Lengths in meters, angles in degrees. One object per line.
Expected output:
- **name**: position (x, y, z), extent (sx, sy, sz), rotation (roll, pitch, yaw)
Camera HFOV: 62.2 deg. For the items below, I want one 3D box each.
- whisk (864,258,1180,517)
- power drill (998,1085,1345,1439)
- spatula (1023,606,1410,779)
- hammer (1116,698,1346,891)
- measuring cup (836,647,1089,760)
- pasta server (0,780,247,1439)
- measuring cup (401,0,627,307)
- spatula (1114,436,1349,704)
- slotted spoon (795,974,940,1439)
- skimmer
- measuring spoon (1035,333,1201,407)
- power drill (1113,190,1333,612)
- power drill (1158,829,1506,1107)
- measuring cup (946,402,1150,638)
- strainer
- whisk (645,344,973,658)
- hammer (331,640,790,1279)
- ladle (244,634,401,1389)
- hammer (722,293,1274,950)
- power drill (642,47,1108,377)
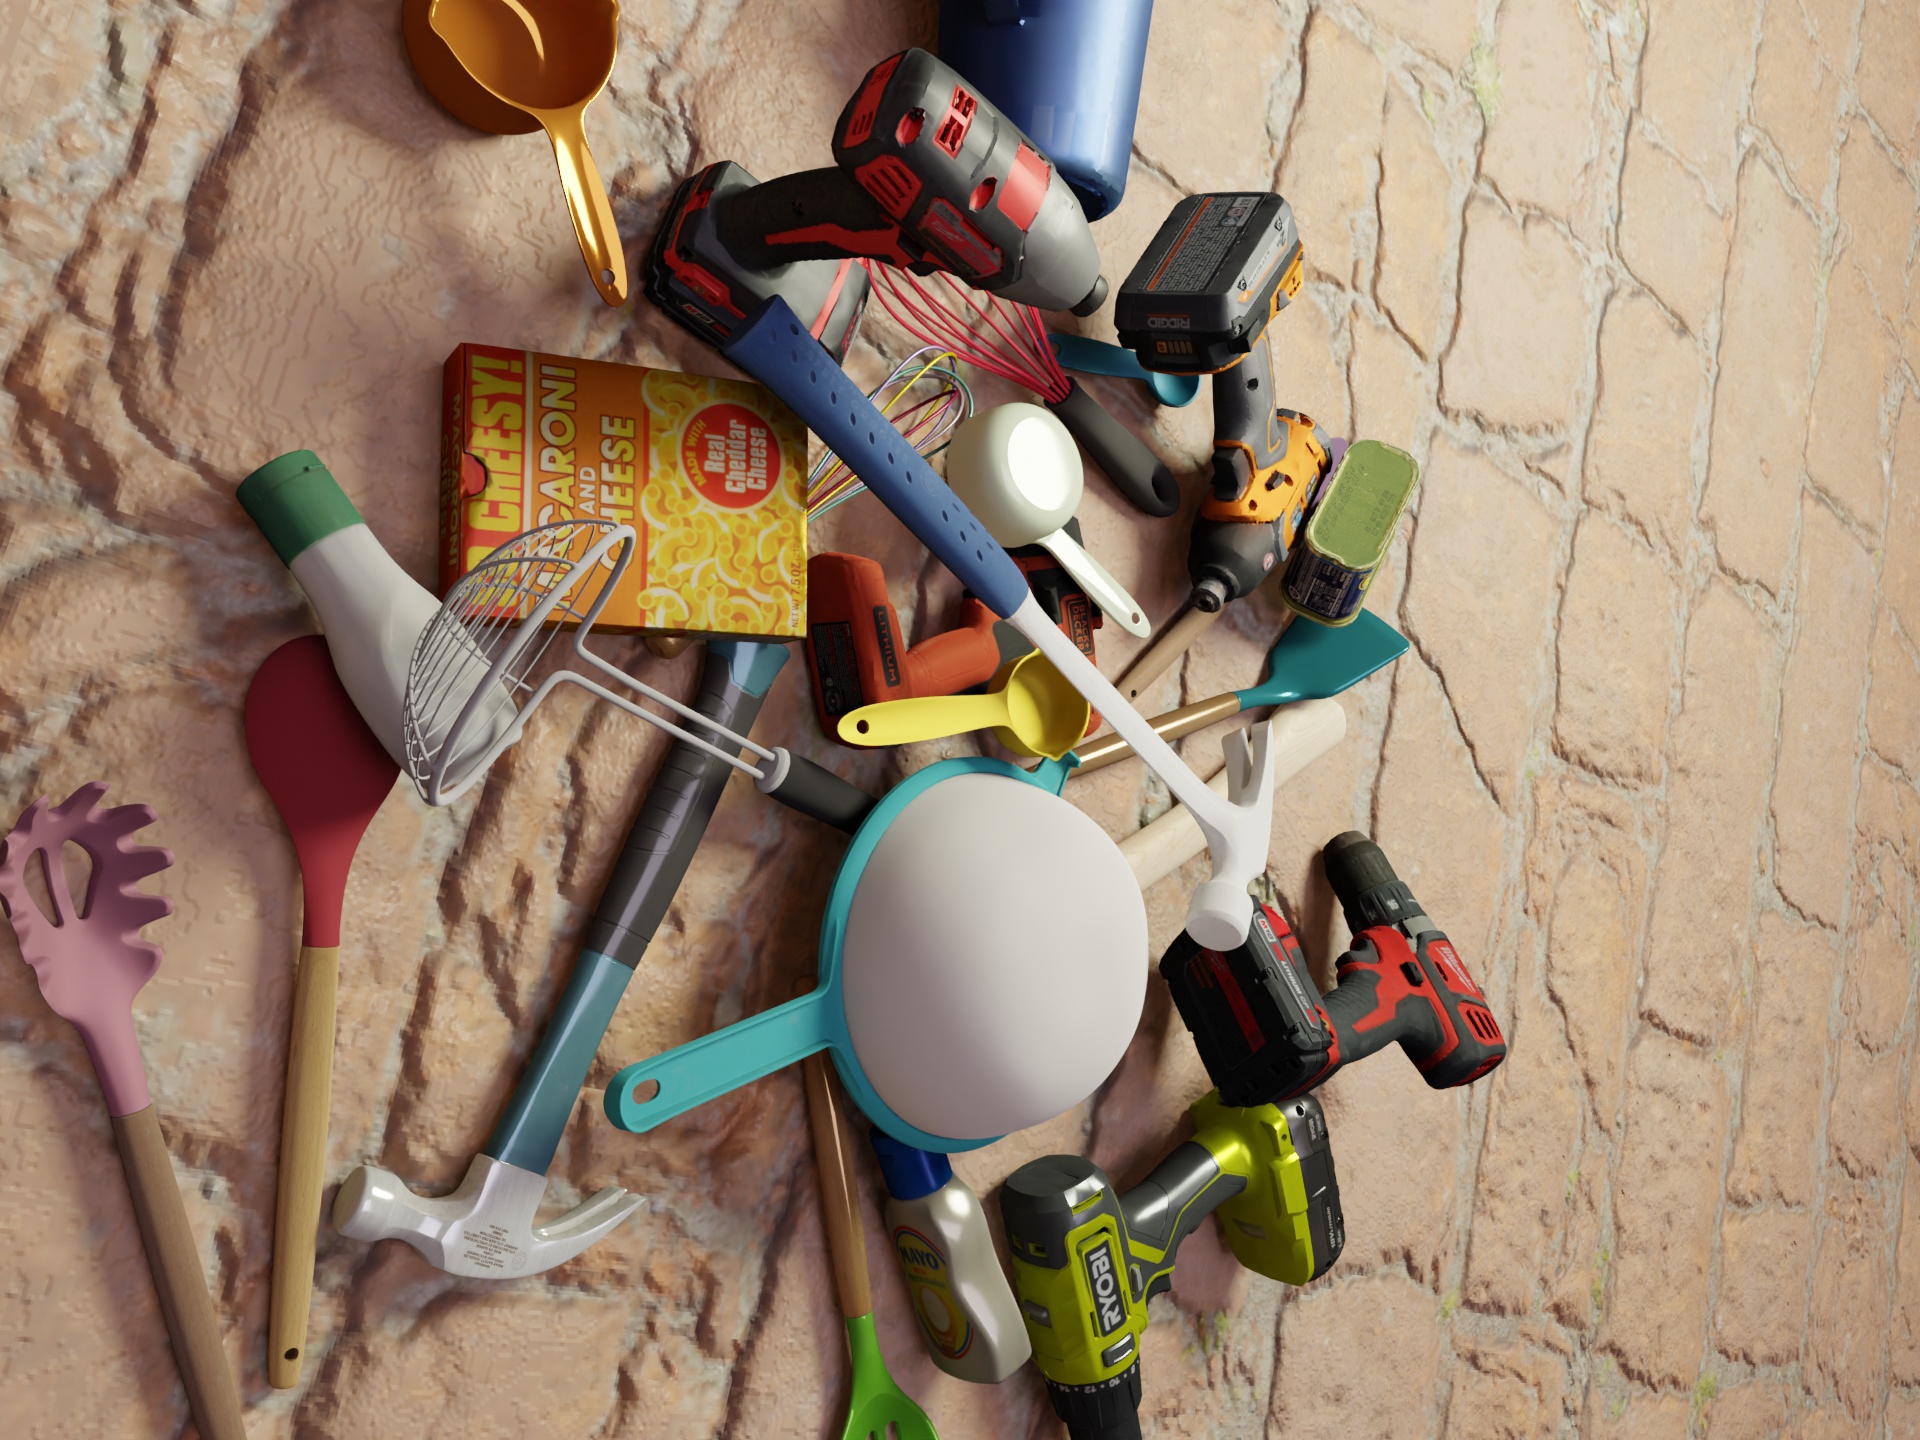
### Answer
- **whisk**: position (0.047, -0.204, 0.931), extent (0.295, 0.073, 0.073), rotation (37, 66, -40)
- **power drill**: position (0.132, 0.332, 0.976), extent (0.228, 0.080, 0.190), rotation (-19, 101, -36)
- **spatula**: position (0.158, -0.014, 1.024), extent (0.317, 0.082, 0.044), rotation (-20, 136, -35)
- **hammer**: position (0.121, 0.092, 0.997), extent (0.410, 0.038, 0.146), rotation (-30, 109, -37)
- **measuring cup**: position (-0.001, -0.003, 0.832), extent (0.156, 0.029, 0.062), rotation (-7, 88, -33)
- **pasta server**: position (-0.315, 0.179, 0.624), extent (0.060, 0.040, 0.316), rotation (-21, 104, -50)
- **measuring cup**: position (-0.195, -0.271, 0.728), extent (0.095, 0.052, 0.173), rotation (-27, 108, -37)
- **spatula**: position (0.189, -0.102, 1.070), extent (0.316, 0.018, 0.059), rotation (-44, 121, -33)
- **slotted spoon**: position (-0.057, 0.289, 0.848), extent (0.070, 0.031, 0.314), rotation (-12, 95, -40)
- **skimmer**: position (-0.102, 0.019, 0.708), extent (0.127, 0.090, 0.363), rotation (-56, 145, 0)
- **measuring spoon**: position (0.096, -0.224, 1.000), extent (0.128, 0.021, 0.042), rotation (4, 90, -31)
- **power drill**: position (0.164, -0.185, 0.974), extent (0.164, 0.084, 0.226), rotation (-58, 143, -31)
- **power drill**: position (0.240, 0.156, 1.037), extent (0.226, 0.080, 0.188), rotation (2, 52, -38)
- **measuring cup**: position (0.063, -0.106, 0.878), extent (0.167, 0.038, 0.083), rotation (44, 57, -23)
- **strainer**: position (-0.010, 0.136, 0.780), extent (0.340, 0.095, 0.211), rotation (-15, 100, -45)
- **whisk**: position (-0.075, -0.114, 0.835), extent (0.051, 0.047, 0.245), rotation (49, 64, -14)
- **hammer**: position (-0.163, 0.101, 0.758), extent (0.128, 0.033, 0.331), rotation (35, 67, -33)
- **ladle**: position (-0.273, 0.121, 0.670), extent (0.069, 0.031, 0.315), rotation (5, 87, -42)
- **hammer**: position (0.036, -0.057, 0.816), extent (0.405, 0.035, 0.144), rotation (45, 45, -24)
- **power drill**: position (-0.039, -0.221, 0.746), extent (0.143, 0.220, 0.078), rotation (31, 70, -35)
